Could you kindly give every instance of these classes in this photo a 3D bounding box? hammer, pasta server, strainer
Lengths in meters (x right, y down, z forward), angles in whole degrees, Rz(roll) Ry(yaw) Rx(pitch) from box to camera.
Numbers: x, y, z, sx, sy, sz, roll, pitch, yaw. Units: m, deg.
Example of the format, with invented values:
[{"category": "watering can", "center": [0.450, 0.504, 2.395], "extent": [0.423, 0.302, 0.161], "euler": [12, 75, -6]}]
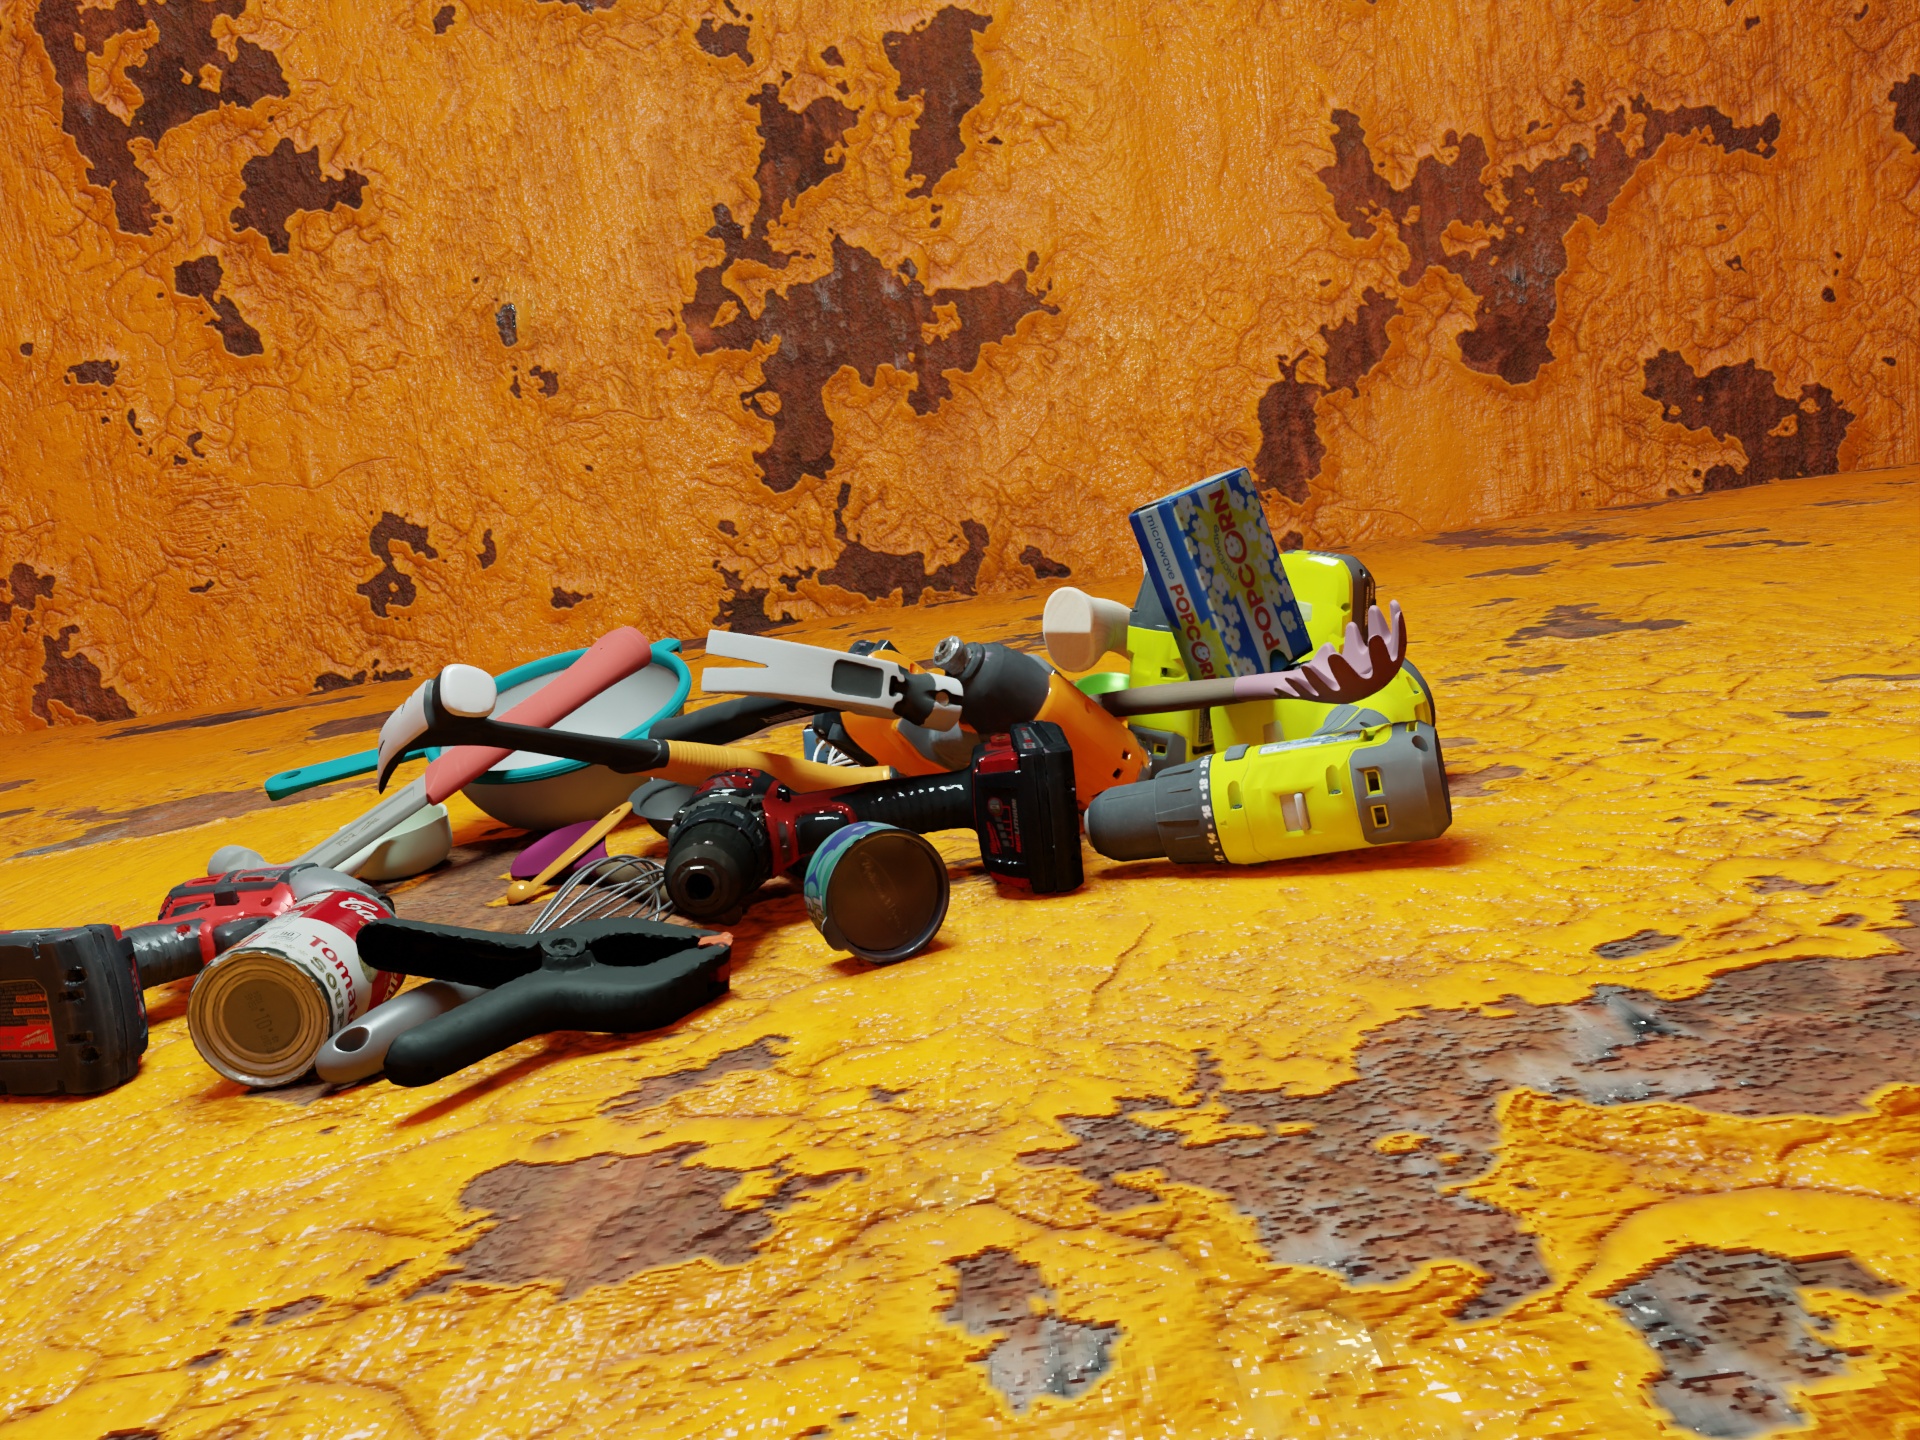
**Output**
[{"category": "hammer", "center": [-0.180, 0.028, 0.979], "extent": [0.336, 0.034, 0.127], "euler": [11, -27, -37]}, {"category": "hammer", "center": [0.118, -0.073, 1.145], "extent": [0.038, 0.146, 0.410], "euler": [0, 0, 15]}, {"category": "hammer", "center": [-0.345, 0.029, 1.136], "extent": [0.149, 0.036, 0.359], "euler": [9, 34, 34]}, {"category": "hammer", "center": [-0.139, -0.005, 1.020], "extent": [0.146, 0.035, 0.335], "euler": [12, -12, -27]}, {"category": "pasta server", "center": [0.146, -0.023, 0.938], "extent": [0.060, 0.040, 0.316], "euler": [-37, 15, -26]}, {"category": "strainer", "center": [-0.153, 0.072, 1.058], "extent": [0.087, 0.050, 0.259], "euler": [-14, 16, -29]}, {"category": "strainer", "center": [-0.369, 0.042, 1.263], "extent": [0.340, 0.095, 0.211], "euler": [-15, 28, -2]}]

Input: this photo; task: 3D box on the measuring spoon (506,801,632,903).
[{"category": "measuring spoon", "center": [-0.258, 0.084, 1.052], "extent": [0.021, 0.011, 0.117], "euler": [-8, 26, 40]}]

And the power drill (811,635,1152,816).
[{"category": "power drill", "center": [-0.002, -0.003, 1.045], "extent": [0.164, 0.084, 0.226], "euler": [37, -19, -31]}]

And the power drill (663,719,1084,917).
[{"category": "power drill", "center": [-0.050, 0.059, 0.871], "extent": [0.226, 0.080, 0.188], "euler": [-6, 8, 0]}]

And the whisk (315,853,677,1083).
[{"category": "whisk", "center": [-0.223, 0.120, 0.794], "extent": [0.055, 0.055, 0.239], "euler": [-3, 14, 30]}]

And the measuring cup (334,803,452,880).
[{"category": "measuring cup", "center": [-0.414, 0.105, 1.125], "extent": [0.083, 0.038, 0.168], "euler": [-8, 19, 5]}]

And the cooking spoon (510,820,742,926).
[{"category": "cooking spoon", "center": [-0.214, 0.098, 1.007], "extent": [0.069, 0.017, 0.319], "euler": [-36, 22, -27]}]

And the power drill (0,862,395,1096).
[{"category": "power drill", "center": [-0.417, 0.126, 0.851], "extent": [0.143, 0.078, 0.219], "euler": [-5, 6, 18]}]

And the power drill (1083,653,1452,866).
[{"category": "power drill", "center": [0.185, 0.026, 0.920], "extent": [0.190, 0.080, 0.228], "euler": [-10, 9, 21]}]

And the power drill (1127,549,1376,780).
[{"category": "power drill", "center": [0.199, -0.052, 1.103], "extent": [0.080, 0.171, 0.223], "euler": [12, 16, 41]}]

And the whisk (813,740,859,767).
[{"category": "whisk", "center": [-0.006, 0.023, 1.224], "extent": [0.246, 0.059, 0.057], "euler": [-9, -20, -35]}]

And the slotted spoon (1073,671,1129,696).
[{"category": "slotted spoon", "center": [0.116, -0.006, 1.308], "extent": [0.070, 0.031, 0.314], "euler": [4, 9, 9]}]
